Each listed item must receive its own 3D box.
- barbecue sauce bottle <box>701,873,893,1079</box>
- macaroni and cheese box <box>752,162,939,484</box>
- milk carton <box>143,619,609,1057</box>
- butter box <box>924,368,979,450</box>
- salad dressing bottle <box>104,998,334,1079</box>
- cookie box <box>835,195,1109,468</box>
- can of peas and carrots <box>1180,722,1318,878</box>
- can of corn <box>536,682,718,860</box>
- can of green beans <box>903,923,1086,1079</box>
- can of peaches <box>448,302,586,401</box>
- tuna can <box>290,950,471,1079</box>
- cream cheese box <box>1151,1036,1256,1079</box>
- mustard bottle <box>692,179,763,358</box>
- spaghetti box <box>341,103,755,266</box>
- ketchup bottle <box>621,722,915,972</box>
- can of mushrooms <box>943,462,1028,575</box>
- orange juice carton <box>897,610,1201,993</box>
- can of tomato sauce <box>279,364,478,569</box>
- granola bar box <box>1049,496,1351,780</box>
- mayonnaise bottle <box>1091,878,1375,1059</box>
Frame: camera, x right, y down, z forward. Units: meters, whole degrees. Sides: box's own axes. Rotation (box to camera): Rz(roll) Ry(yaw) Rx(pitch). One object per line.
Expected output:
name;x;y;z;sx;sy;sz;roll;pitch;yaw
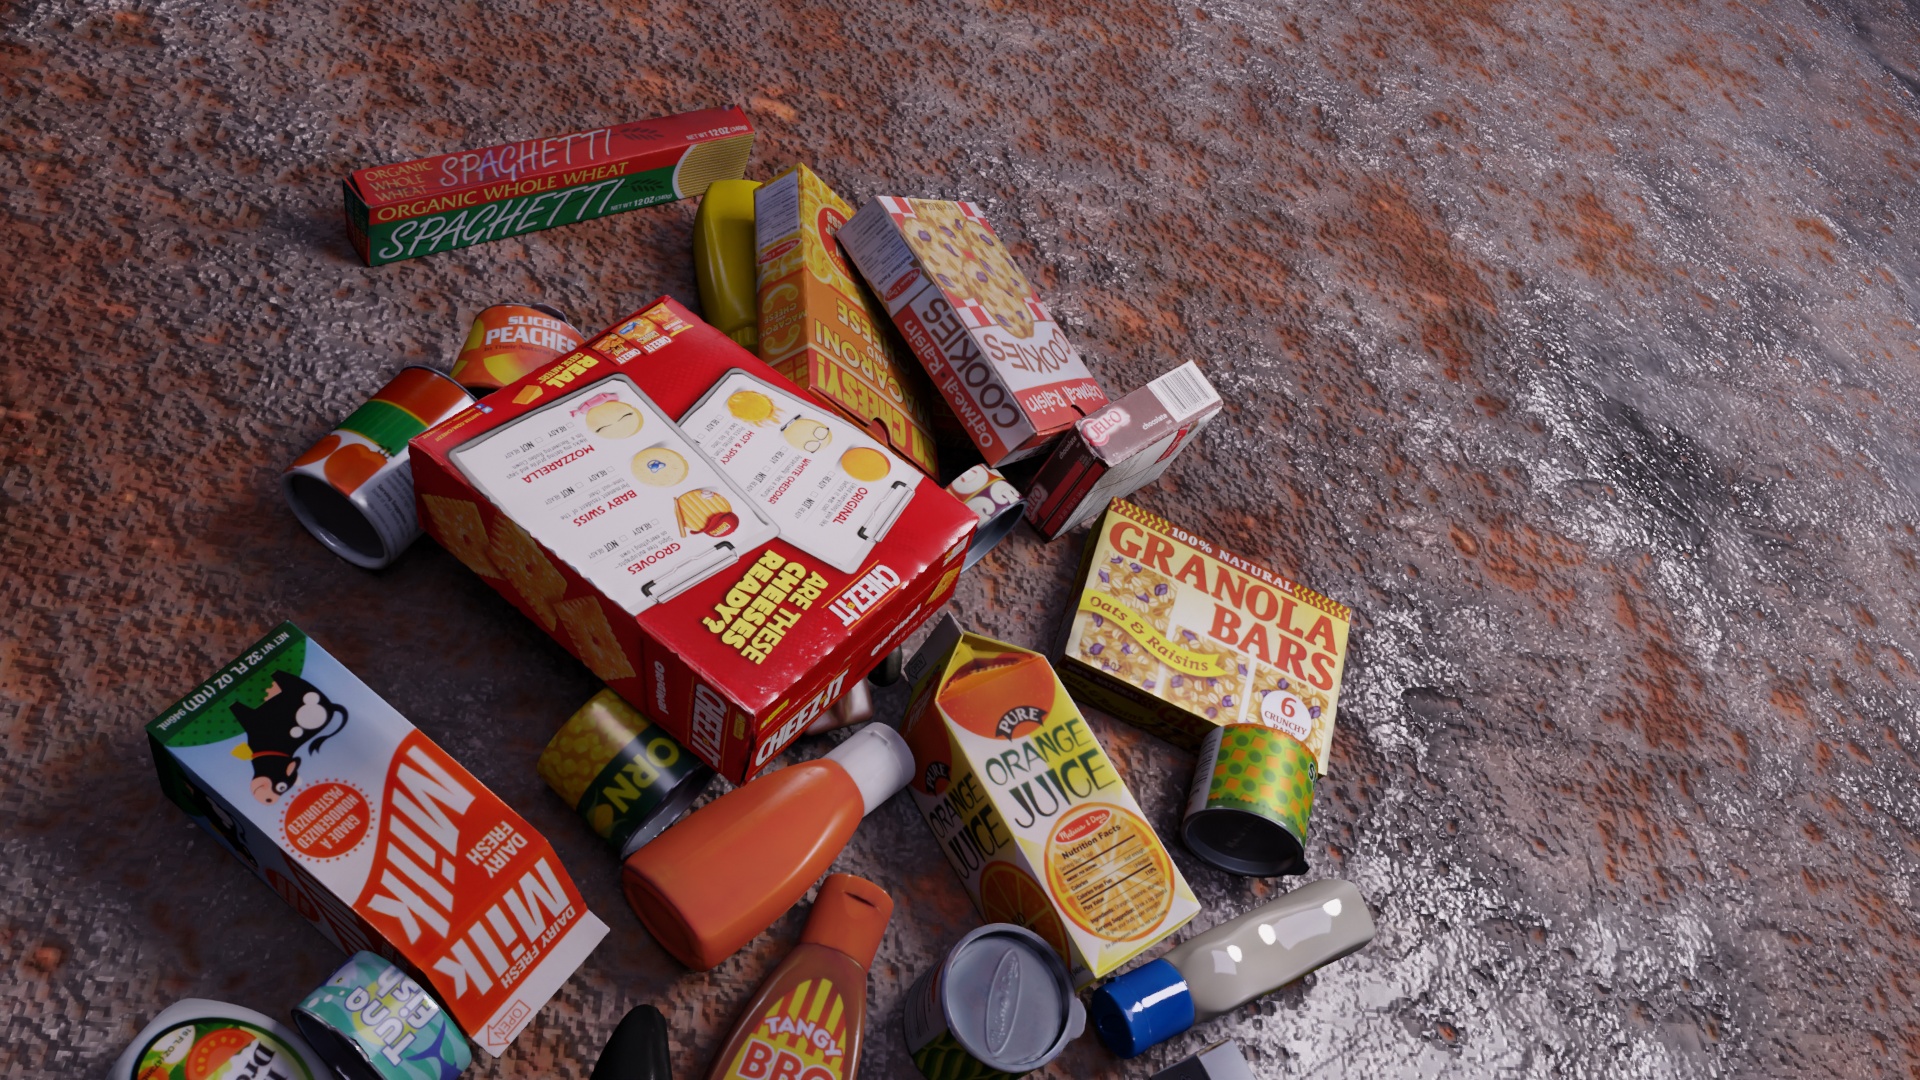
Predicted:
barbecue sauce bottle;-0.072;0.222;0.620;0.065;0.043;0.149;26;52;-3
macaroni and cheese box;-0.067;-0.120;0.813;0.123;0.040;0.167;35;39;-48
milk carton;-0.244;0.130;0.589;0.190;0.073;0.073;38;52;4
butter box;-0.004;-0.105;0.880;0.053;0.024;0.104;5;56;-19
salad dressing bottle;-0.253;0.235;0.534;0.148;0.043;0.064;33;53;0
cookie box;0.014;-0.128;0.834;0.167;0.040;0.123;57;29;7
can of peas and carrots;0.161;0.142;0.758;0.071;0.070;0.059;27;51;-5
can of corn;-0.153;0.104;0.647;0.058;0.070;0.071;42;52;8
can of green beans;0.013;0.220;0.649;0.071;0.057;0.071;11;55;-16
can of peaches;-0.235;-0.084;0.737;0.071;0.071;0.058;18;54;-12
tuna can;-0.230;0.197;0.552;0.071;0.070;0.033;40;51;5
cream cheese box;0.134;0.292;0.656;0.024;0.053;0.104;-17;67;-29
mustard bottle;-0.127;-0.146;0.839;0.065;0.048;0.161;3;58;-19
spaghetti box;-0.240;-0.217;0.837;0.251;0.050;0.029;-23;69;-33
ketchup bottle;-0.085;0.139;0.668;0.065;0.043;0.149;35;47;28
can of mushrooms;0.003;-0.010;0.792;0.033;0.070;0.071;47;53;11
orange juice carton;0.030;0.130;0.708;0.073;0.071;0.193;-20;68;-32
can of tomato sauce;-0.283;-0.036;0.690;0.071;0.070;0.083;34;52;1
granola bar box;0.143;0.062;0.822;0.165;0.038;0.125;25;53;-6
mayonnaise bottle;0.137;0.216;0.704;0.148;0.064;0.041;-16;74;-26
